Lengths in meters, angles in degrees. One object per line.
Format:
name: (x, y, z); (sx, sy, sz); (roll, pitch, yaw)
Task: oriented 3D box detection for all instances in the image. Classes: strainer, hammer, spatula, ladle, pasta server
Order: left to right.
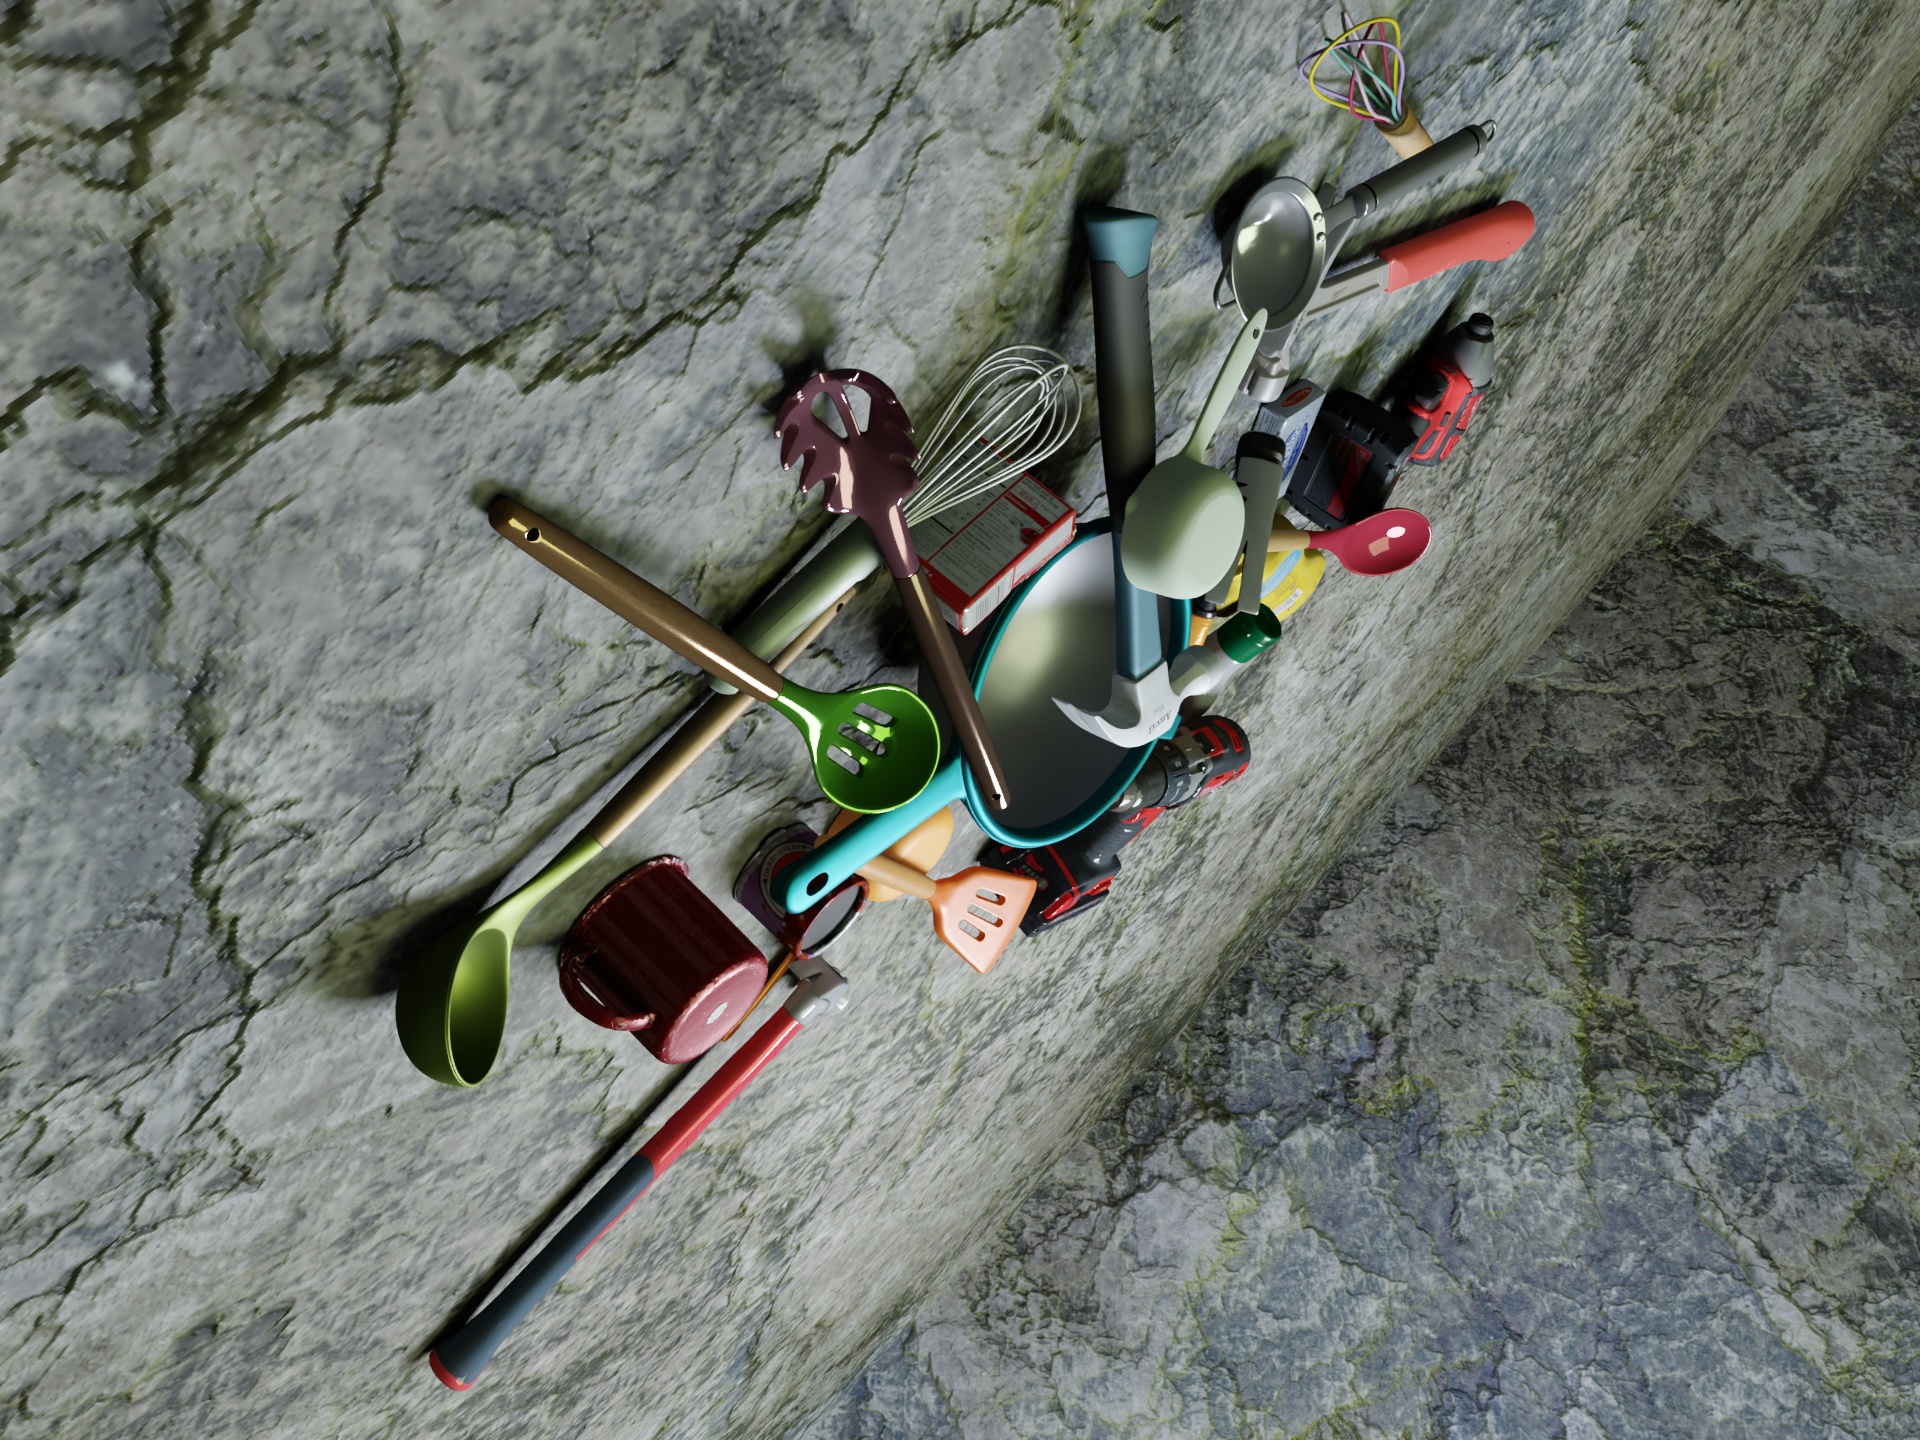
hammer: (-0.225, 0.314, 1.111); (0.386, 0.038, 0.143); (-46, 170, -7)
ladle: (-0.156, 0.047, 0.794); (0.320, 0.062, 0.078); (-47, 162, -15)
pasta server: (-0.019, -0.051, 0.793); (0.060, 0.040, 0.315); (-15, 135, 7)
spatula: (-0.023, 0.111, 1.044); (0.081, 0.041, 0.322); (-60, 158, -3)
strainer: (-0.002, -0.003, 0.946); (0.340, 0.095, 0.210); (-36, 135, -30)
hammer: (0.096, -0.124, 0.884); (0.128, 0.033, 0.330); (-36, 135, -33)
hammer: (0.168, -0.064, 1.142); (0.336, 0.034, 0.127); (102, 3, -66)
ladle: (0.240, -0.134, 1.200); (0.315, 0.031, 0.069); (-6, 138, -35)
strainer: (0.231, -0.305, 0.947); (0.258, 0.050, 0.086); (-32, 127, -21)
hammer: (0.325, -0.336, 1.137); (0.359, 0.037, 0.149); (-30, 152, -41)

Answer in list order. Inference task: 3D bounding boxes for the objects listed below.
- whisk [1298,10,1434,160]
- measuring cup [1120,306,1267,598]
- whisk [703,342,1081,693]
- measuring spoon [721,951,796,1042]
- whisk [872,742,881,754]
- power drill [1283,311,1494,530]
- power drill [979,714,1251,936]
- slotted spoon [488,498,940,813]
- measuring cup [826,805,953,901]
whisk: (0.253, -0.364, 0.935); (0.047, 0.051, 0.245); (-63, 160, 17)
measuring cup: (0.143, -0.144, 0.869); (0.083, 0.038, 0.167); (18, 97, -54)
whisk: (-0.034, -0.100, 0.801); (0.246, 0.059, 0.058); (-43, -174, -6)
measuring spoon: (-0.135, 0.181, 1.133); (0.117, 0.011, 0.021); (-51, 170, -5)
whisk: (0.020, -0.003, 1.076); (0.239, 0.055, 0.055); (-33, 154, -48)
power drill: (0.372, -0.251, 1.330); (0.220, 0.079, 0.143); (-37, 156, -37)
power drill: (0.116, 0.083, 1.288); (0.188, 0.080, 0.226); (-15, 156, -52)
slotted spoon: (-0.100, -0.026, 0.725); (0.070, 0.031, 0.313); (-57, 145, -2)
measuring cup: (-0.018, 0.066, 1.106); (0.173, 0.052, 0.095); (-27, 150, -42)
